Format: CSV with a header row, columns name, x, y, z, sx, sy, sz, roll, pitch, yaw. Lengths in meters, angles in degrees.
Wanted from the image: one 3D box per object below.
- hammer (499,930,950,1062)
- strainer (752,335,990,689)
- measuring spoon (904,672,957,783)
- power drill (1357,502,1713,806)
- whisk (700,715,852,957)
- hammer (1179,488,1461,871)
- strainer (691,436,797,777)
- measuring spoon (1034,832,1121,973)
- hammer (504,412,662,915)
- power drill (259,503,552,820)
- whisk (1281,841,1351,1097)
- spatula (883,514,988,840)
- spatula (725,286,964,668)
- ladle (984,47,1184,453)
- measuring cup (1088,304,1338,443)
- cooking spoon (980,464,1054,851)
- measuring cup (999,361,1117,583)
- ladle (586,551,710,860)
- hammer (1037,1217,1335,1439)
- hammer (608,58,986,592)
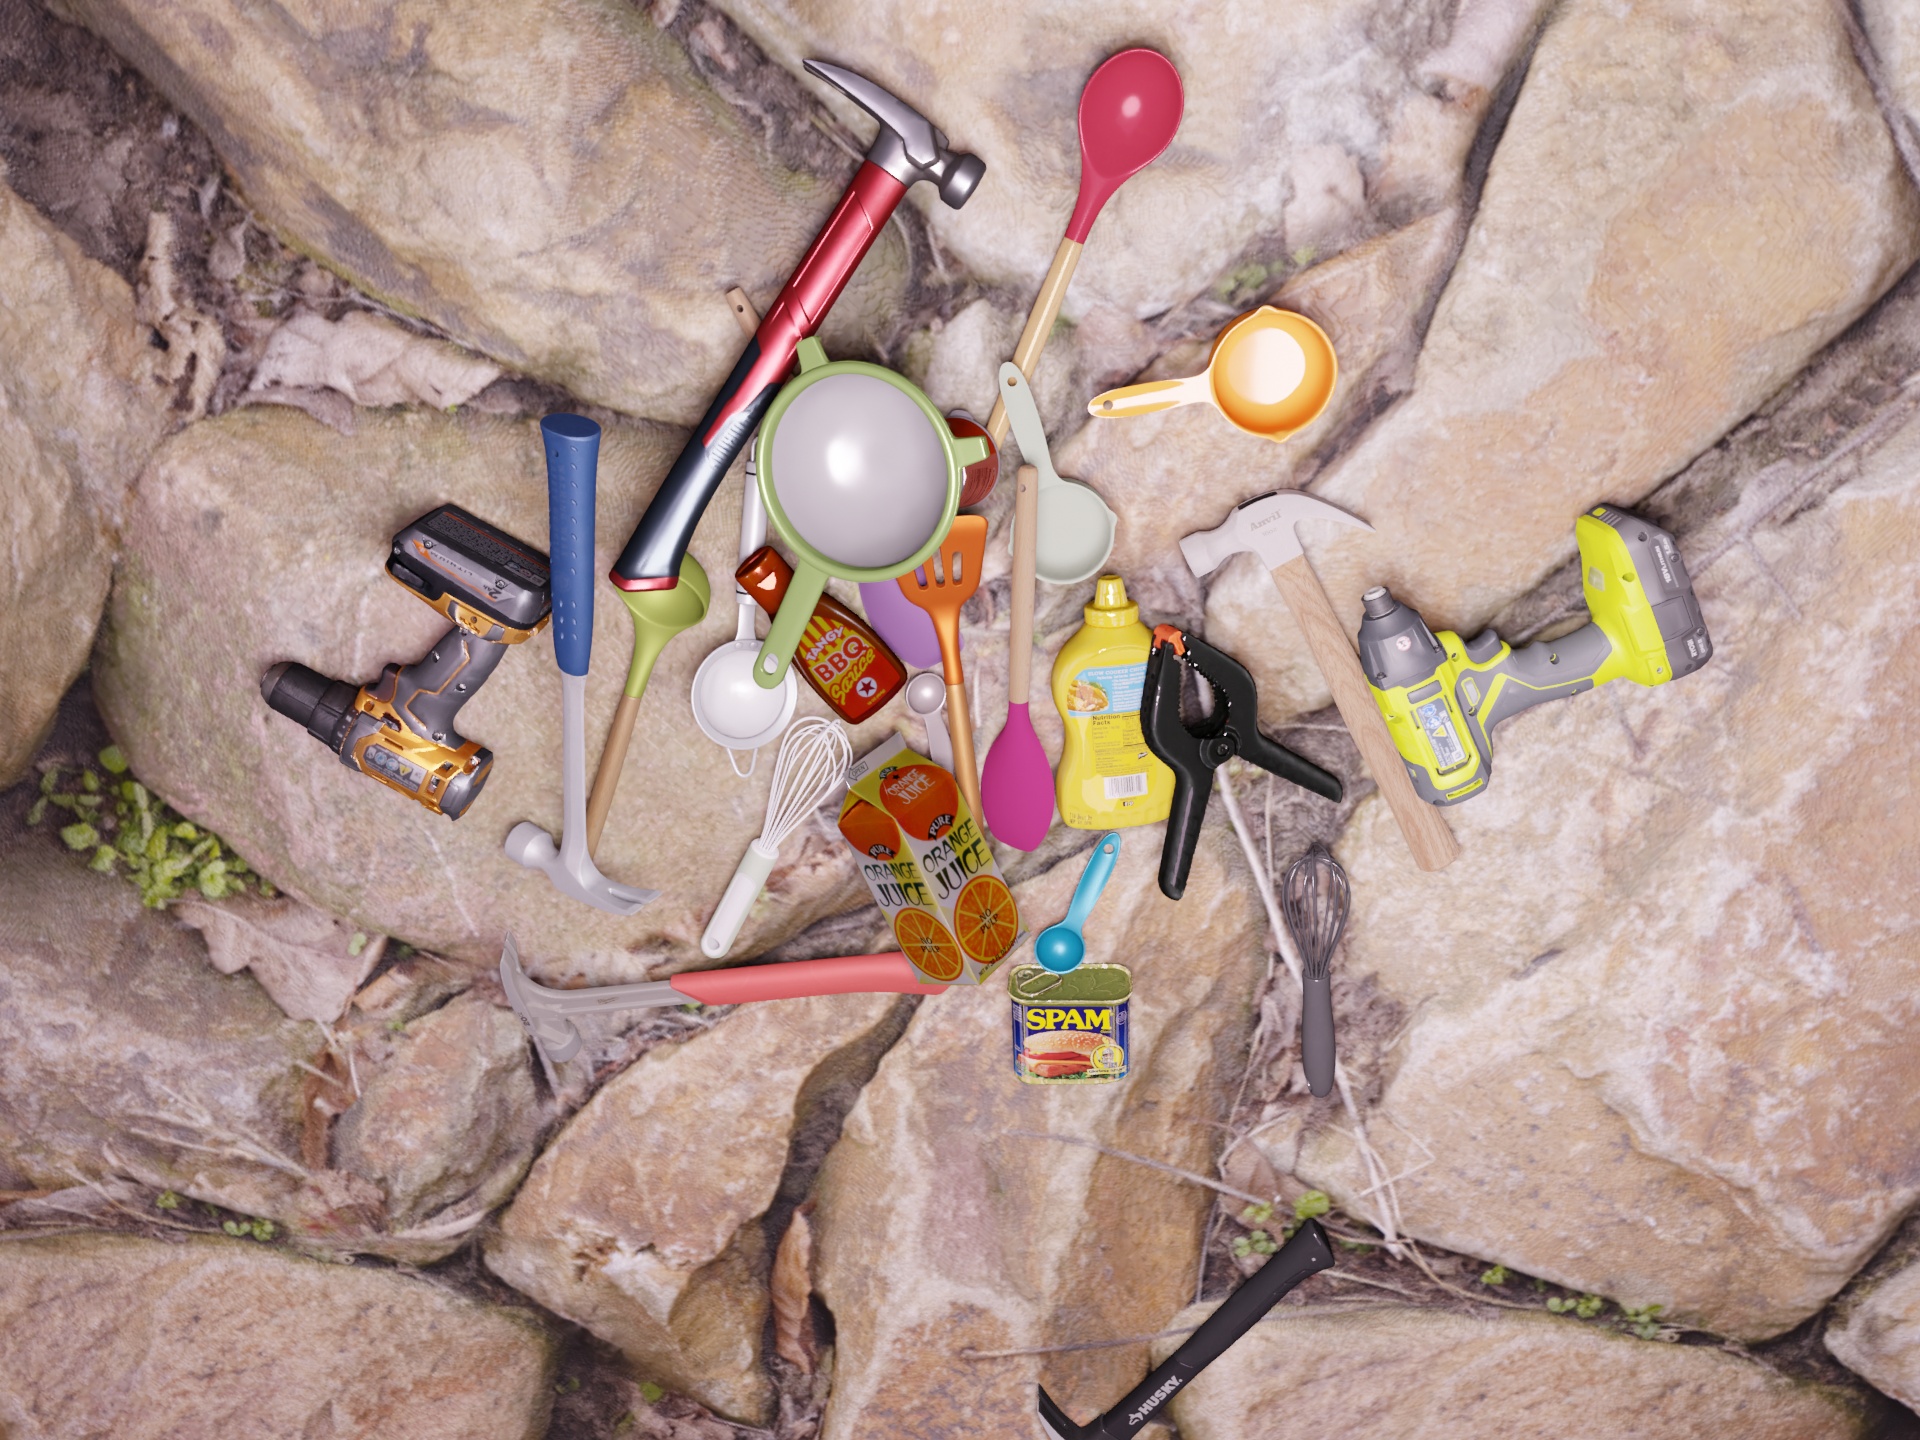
name,x,y,z,sx,sy,sz,roll,pitch,yaw
hammer,-0.187,0.212,1.303,0.359,0.037,0.149,-6,135,3
strainer,-0.083,-0.134,1.124,0.151,0.069,0.256,32,118,8
measuring spoon,-0.019,0.017,1.252,0.034,0.018,0.124,-23,116,-19
power drill,0.405,-0.057,1.147,0.223,0.080,0.171,-26,109,5
whisk,-0.153,0.097,1.273,0.058,0.059,0.246,32,114,5
hammer,0.299,-0.026,1.206,0.130,0.031,0.331,-28,106,13
strainer,-0.162,-0.087,1.210,0.086,0.050,0.258,-1,106,-29
measuring spoon,0.099,0.146,1.293,0.042,0.021,0.128,24,101,-4
hammer,-0.278,-0.027,1.162,0.144,0.035,0.405,26,128,24
power drill,-0.424,-0.052,1.221,0.185,0.084,0.226,29,113,-5
whisk,0.290,0.207,1.283,0.055,0.055,0.238,-5,114,5
spatula,-0.002,-0.004,1.219,0.081,0.041,0.322,-8,112,0
spatula,-0.091,-0.175,1.184,0.060,0.018,0.315,-25,107,13
ladle,0.071,-0.312,1.120,0.069,0.031,0.315,22,112,-5
measuring cup,0.176,-0.240,1.126,0.173,0.052,0.095,-9,109,9
cooking spoon,0.044,-0.038,1.194,0.069,0.017,0.318,20,123,30
measuring cup,0.060,-0.183,1.163,0.083,0.038,0.167,-17,106,10
ladle,-0.267,0.006,1.243,0.078,0.062,0.320,21,112,-1
hammer,0.209,0.562,1.423,0.146,0.035,0.334,36,108,-10
hammer,-0.146,-0.262,1.111,0.143,0.038,0.386,33,98,-7
